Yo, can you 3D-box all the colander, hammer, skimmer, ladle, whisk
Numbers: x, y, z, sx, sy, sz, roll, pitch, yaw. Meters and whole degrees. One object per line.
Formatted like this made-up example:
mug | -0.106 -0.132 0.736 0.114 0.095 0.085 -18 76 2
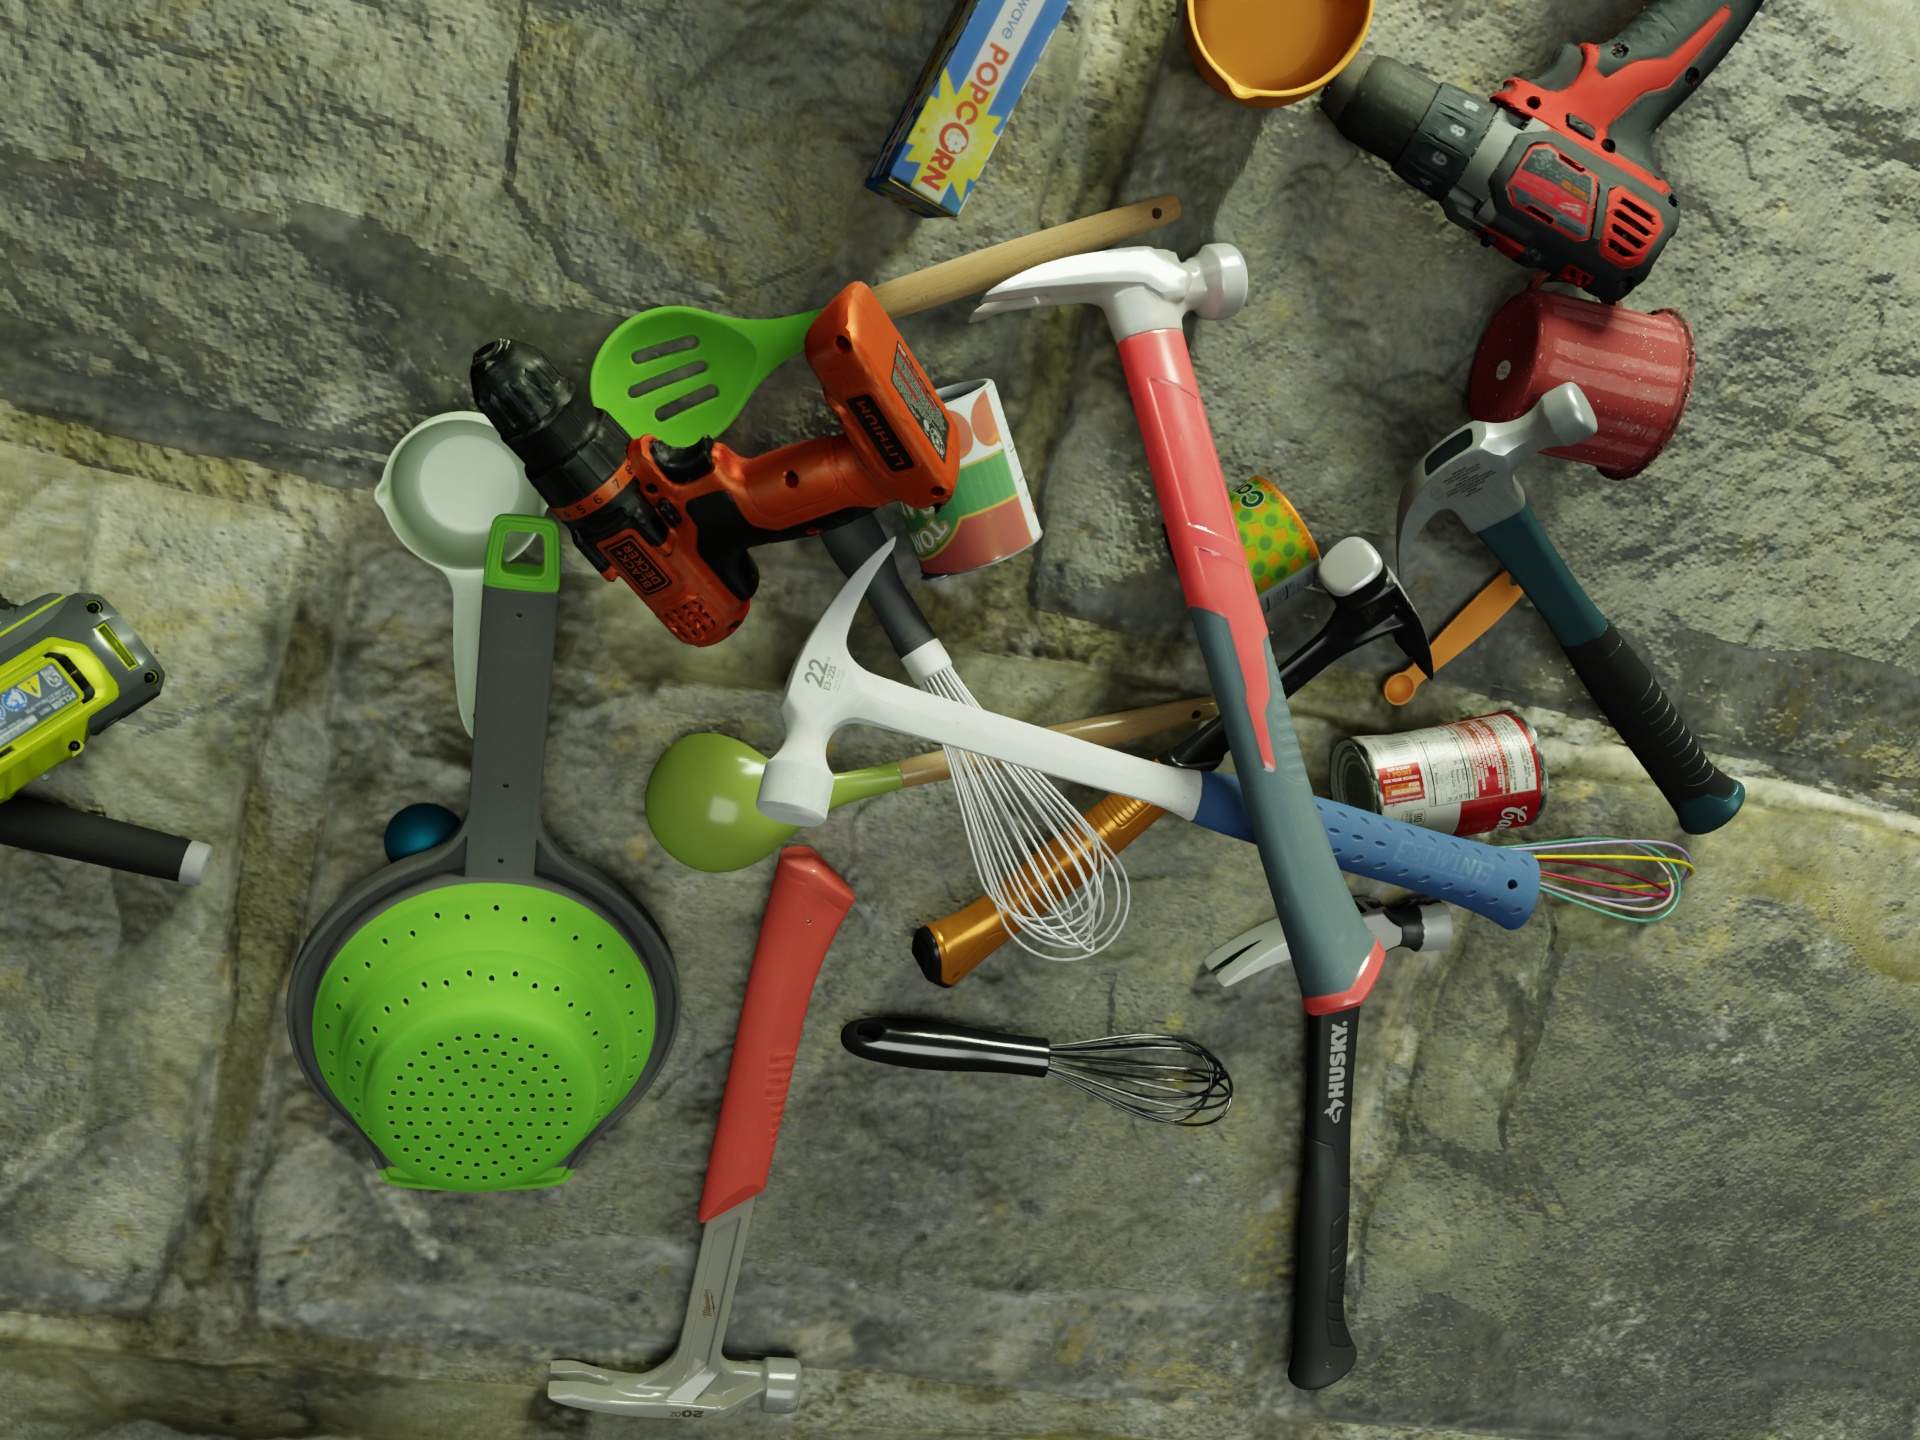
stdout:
colander | -0.232 0.098 0.795 0.204 0.095 0.397 4 111 -15
hammer | 0.357 -0.042 0.892 0.128 0.033 0.330 -25 125 34
hammer | 0.223 0.271 0.990 0.146 0.035 0.334 -5 108 -10
hammer | 0.112 0.039 0.882 0.337 0.034 0.127 -40 143 9
skimmer | -0.546 0.031 0.736 0.363 0.090 0.127 16 96 -16
hammer | 0.117 -0.045 0.776 0.143 0.038 0.386 -12 82 -18
ladle | -0.012 0.020 0.871 0.320 0.062 0.078 -12 111 -15
hammer | -0.133 0.242 0.910 0.149 0.037 0.359 10 105 -14
whisk | 0.047 0.200 0.929 0.239 0.055 0.055 9 105 -9
whisk | 0.323 0.087 0.952 0.245 0.047 0.051 6 94 -8
whisk | 0.000 -0.003 0.821 0.070 0.070 0.284 -30 90 -1
hammer | 0.109 0.029 0.797 0.405 0.035 0.144 16 74 -13

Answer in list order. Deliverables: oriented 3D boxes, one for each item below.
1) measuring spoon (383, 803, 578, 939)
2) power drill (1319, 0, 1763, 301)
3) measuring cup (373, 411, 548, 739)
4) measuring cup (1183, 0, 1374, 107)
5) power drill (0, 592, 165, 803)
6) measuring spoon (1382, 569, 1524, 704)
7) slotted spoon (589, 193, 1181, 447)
measuring spoon | -0.250 0.092 0.848 0.128 0.021 0.042 39 96 -17
power drill | 0.307 -0.347 0.789 0.188 0.080 0.226 30 100 1
measuring cup | -0.244 -0.072 0.795 0.083 0.038 0.167 -2 112 -12
measuring cup | 0.113 -0.360 0.773 0.173 0.052 0.095 23 101 0
power drill | -0.503 -0.049 0.700 0.190 0.080 0.228 -40 110 -25
measuring spoon | 0.288 -0.052 0.919 0.117 0.011 0.021 -43 112 0
slotted spoon | -0.034 -0.209 0.799 0.313 0.031 0.070 -21 110 -6
